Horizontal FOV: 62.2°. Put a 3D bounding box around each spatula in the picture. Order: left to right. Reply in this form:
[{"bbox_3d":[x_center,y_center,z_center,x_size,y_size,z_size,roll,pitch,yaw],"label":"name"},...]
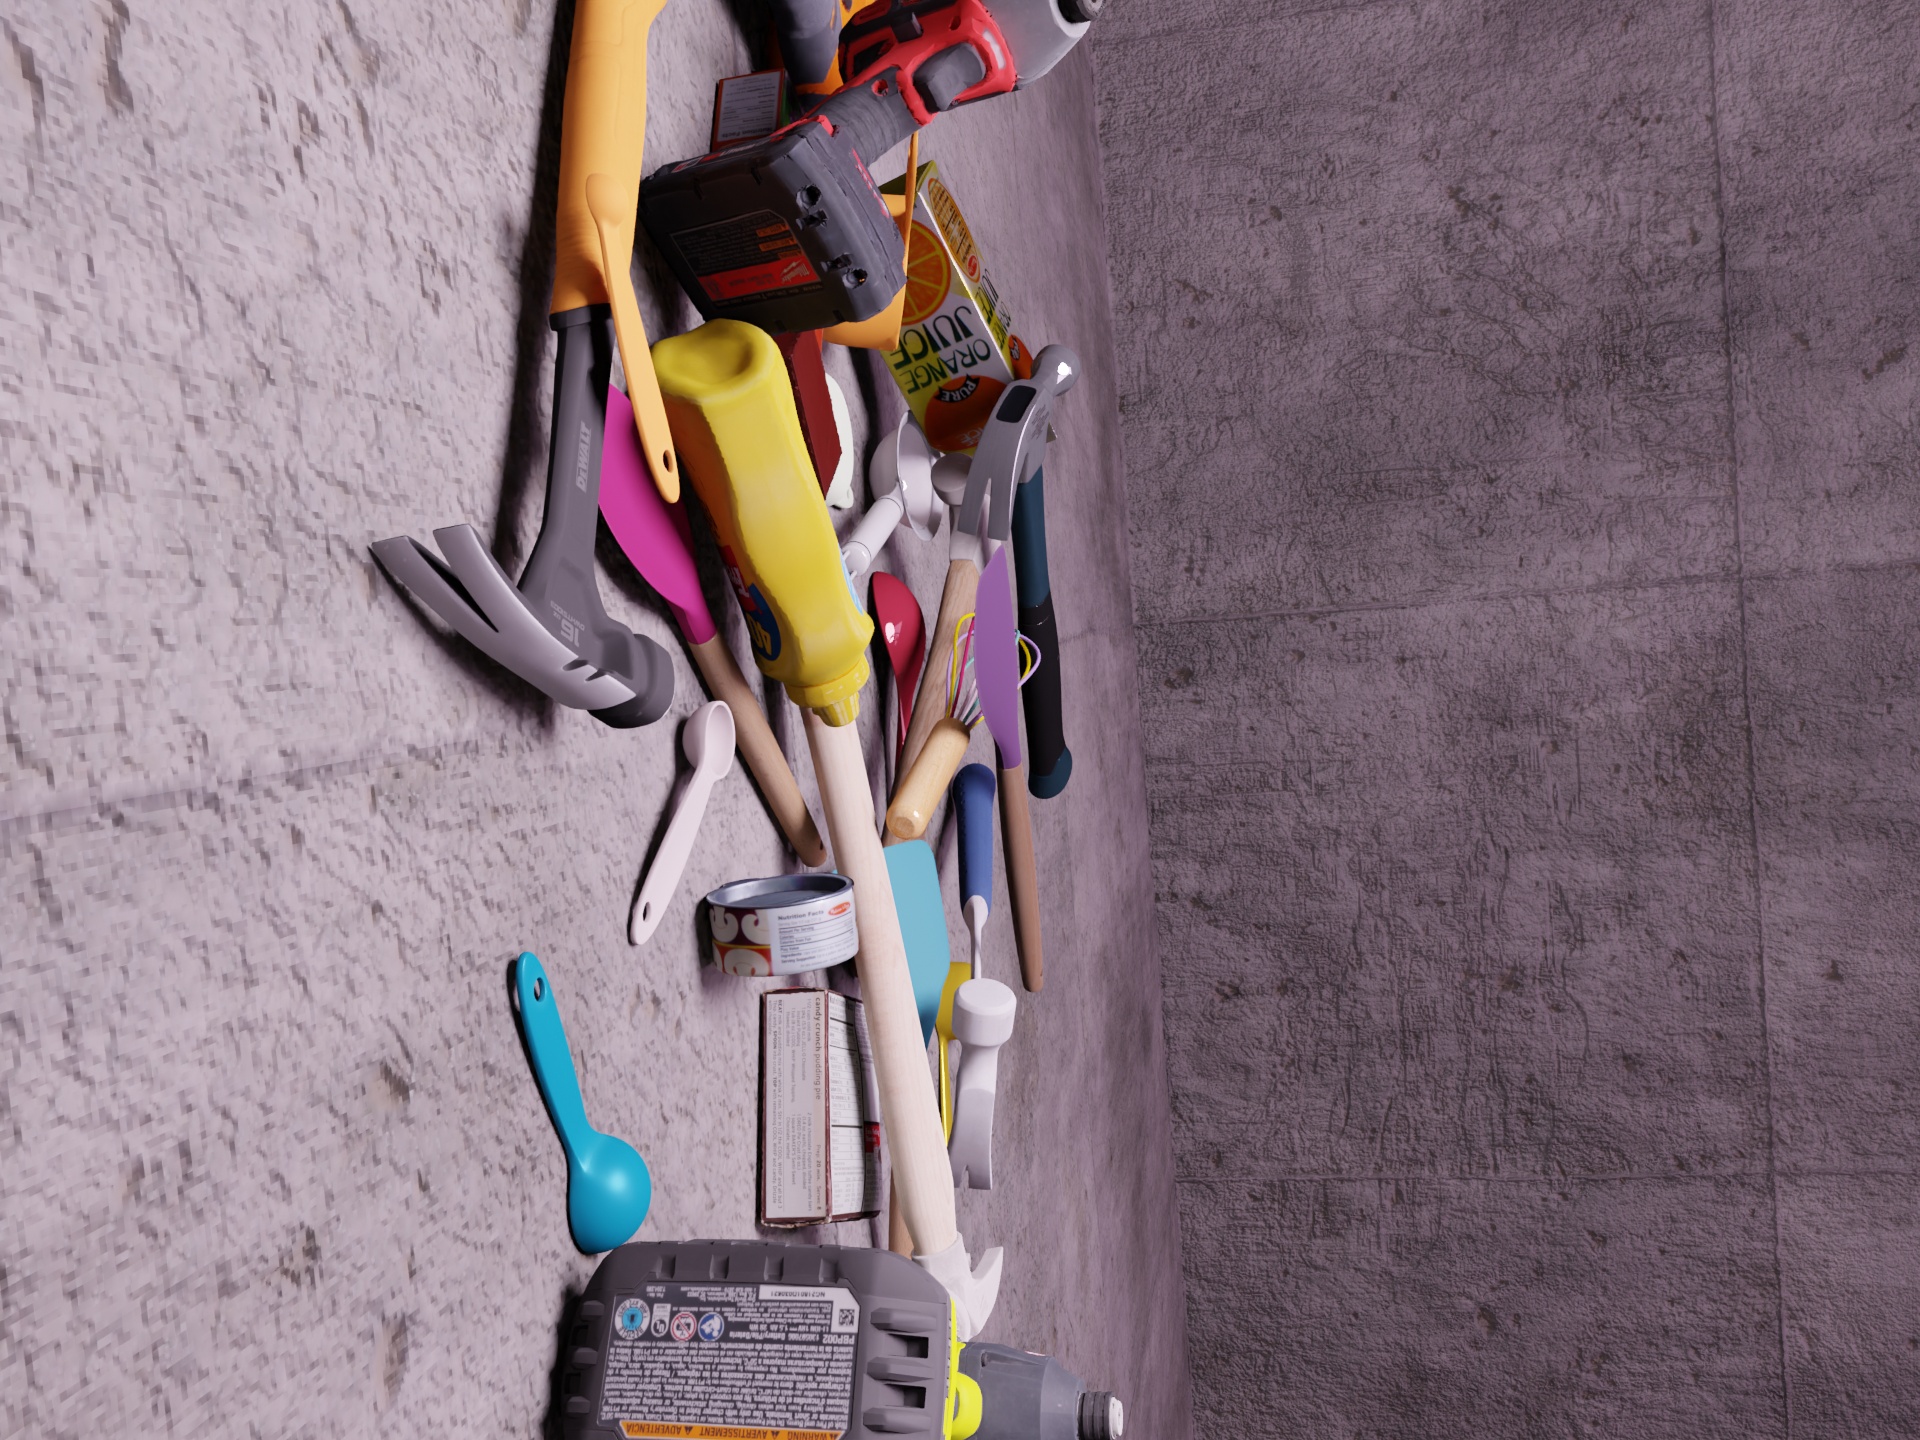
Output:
[{"bbox_3d":[-0.037,0.229,0.916,0.082,0.044,0.317,-16,114,-48],"label":"spatula"},{"bbox_3d":[0.029,0.045,0.908,0.060,0.018,0.315,-61,152,-46],"label":"spatula"}]

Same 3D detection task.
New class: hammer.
[{"bbox_3d":[-0.139,-0.172,0.578,0.127,0.034,0.337,47,38,-60],"label":"hammer"},{"bbox_3d":[-0.043,0.101,0.810,0.146,0.038,0.411,22,56,-80],"label":"hammer"},{"bbox_3d":[-0.019,0.004,0.993,0.129,0.031,0.331,63,35,-58],"label":"hammer"},{"bbox_3d":[0.008,0.138,1.050,0.406,0.035,0.144,-89,-176,-67],"label":"hammer"},{"bbox_3d":[0.051,-0.075,1.060,0.128,0.033,0.330,-57,151,-39],"label":"hammer"}]

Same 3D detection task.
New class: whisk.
[{"bbox_3d":[-0.003,-0.004,0.900,0.047,0.051,0.245,62,25,-18],"label":"whisk"}]

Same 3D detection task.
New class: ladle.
[{"bbox_3d":[-0.037,0.058,1.034,0.069,0.031,0.315,20,68,-75],"label":"ladle"}]

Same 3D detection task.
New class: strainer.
[{"bbox_3d":[-0.046,-0.133,0.984,0.258,0.050,0.086,-69,149,-65],"label":"strainer"}]

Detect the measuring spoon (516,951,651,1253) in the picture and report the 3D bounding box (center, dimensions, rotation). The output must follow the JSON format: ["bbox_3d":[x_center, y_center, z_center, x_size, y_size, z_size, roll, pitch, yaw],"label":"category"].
[{"bbox_3d":[-0.130,0.134,0.560,0.042,0.021,0.128,-73,157,-60],"label":"measuring spoon"}]

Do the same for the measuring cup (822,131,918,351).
[{"bbox_3d":[-0.055,-0.271,0.876,0.173,0.052,0.095,114,-22,-72],"label":"measuring cup"}]

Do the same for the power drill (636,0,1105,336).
[{"bbox_3d":[-0.032,-0.269,0.714,0.220,0.143,0.078,-55,130,-30],"label":"power drill"}]

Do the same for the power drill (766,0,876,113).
[{"bbox_3d":[-0.089,-0.413,0.816,0.226,0.084,0.164,66,22,-70],"label":"power drill"}]

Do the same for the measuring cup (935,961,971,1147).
[{"bbox_3d":[0.001,0.249,1.135,0.062,0.029,0.157,54,32,-68],"label":"measuring cup"}]

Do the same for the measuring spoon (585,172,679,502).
[{"bbox_3d":[-0.112,-0.135,0.563,0.021,0.011,0.117,-37,117,-71],"label":"measuring spoon"}]

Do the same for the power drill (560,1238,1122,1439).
[{"bbox_3d":[-0.038,0.259,0.613,0.223,0.171,0.080,59,30,-59],"label":"power drill"}]

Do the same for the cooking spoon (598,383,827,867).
[{"bbox_3d":[-0.110,-0.023,0.724,0.318,0.017,0.069,71,17,-50],"label":"cooking spoon"}]

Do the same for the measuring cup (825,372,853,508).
[{"bbox_3d":[-0.072,-0.146,0.896,0.167,0.038,0.083,25,62,-76],"label":"measuring cup"}]

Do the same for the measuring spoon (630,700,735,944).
[{"bbox_3d":[-0.122,0.042,0.669,0.034,0.018,0.124,76,22,-46],"label":"measuring spoon"}]
